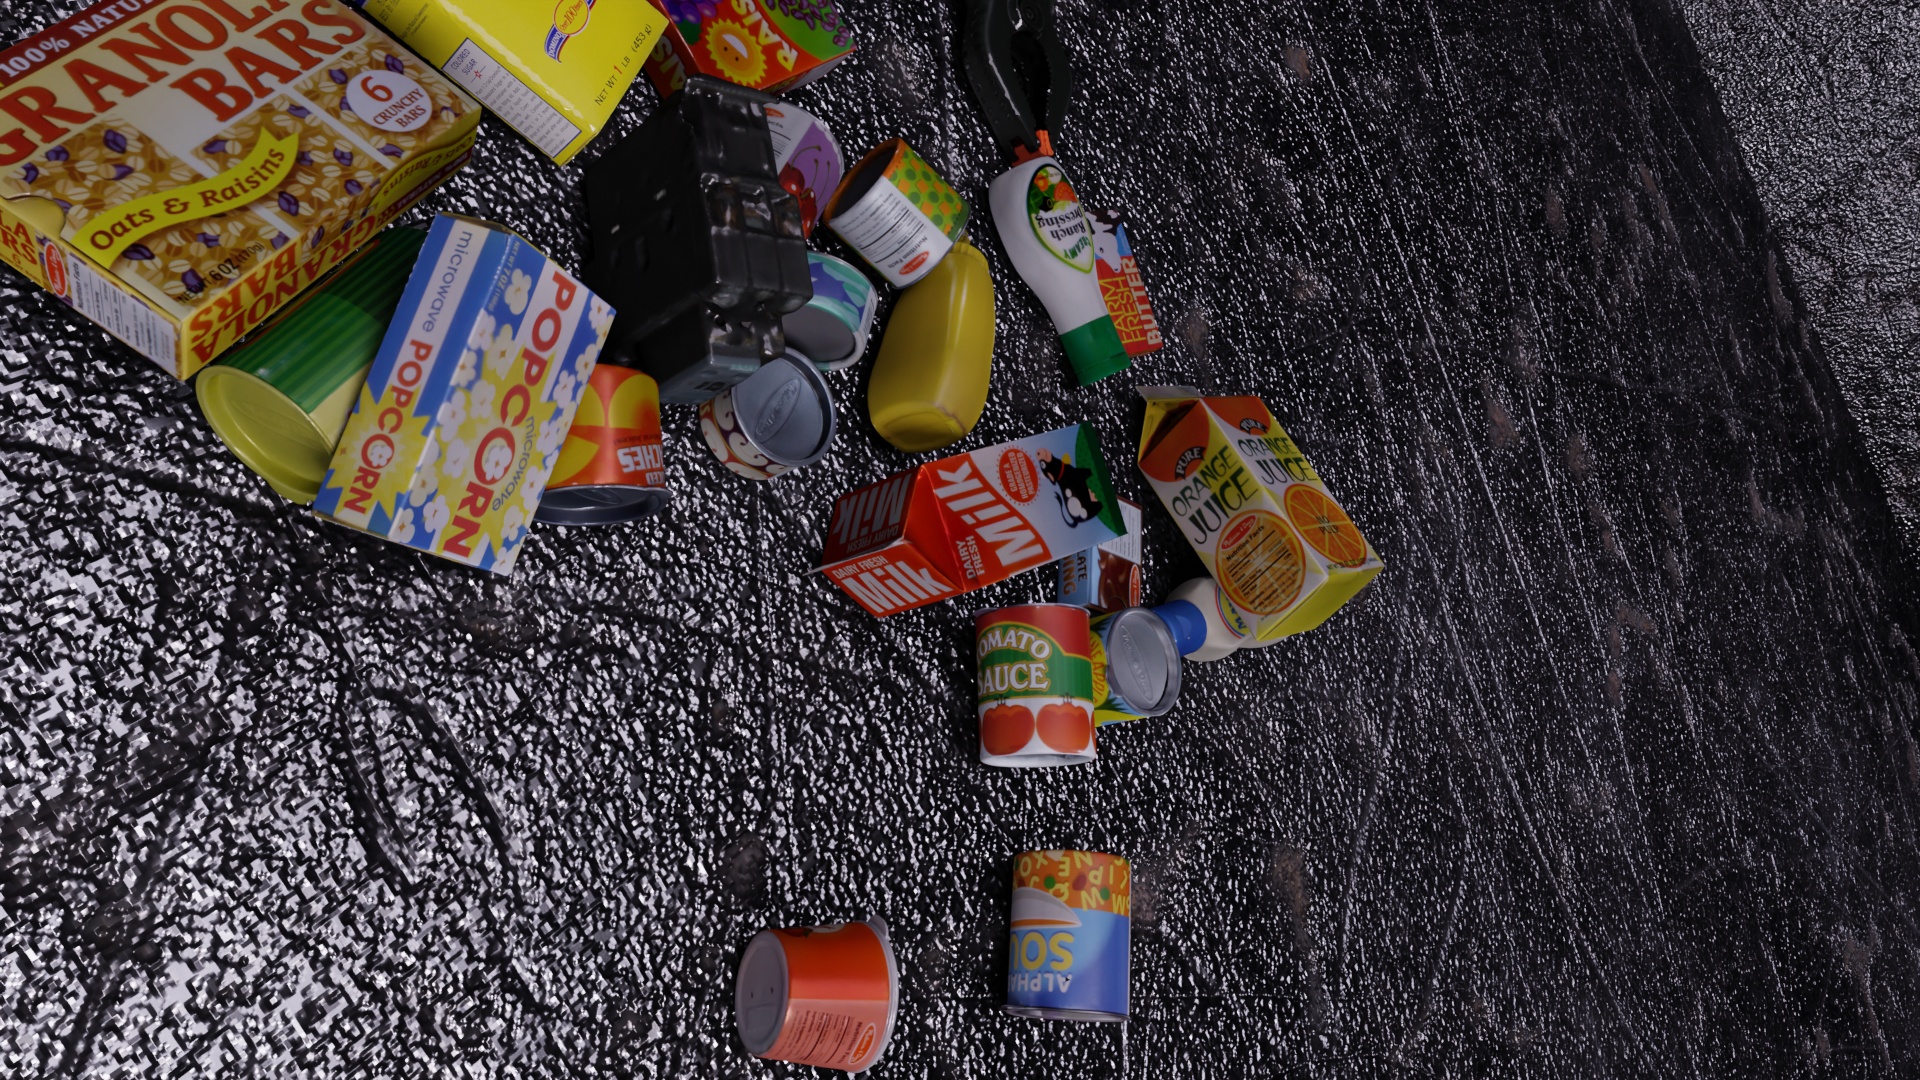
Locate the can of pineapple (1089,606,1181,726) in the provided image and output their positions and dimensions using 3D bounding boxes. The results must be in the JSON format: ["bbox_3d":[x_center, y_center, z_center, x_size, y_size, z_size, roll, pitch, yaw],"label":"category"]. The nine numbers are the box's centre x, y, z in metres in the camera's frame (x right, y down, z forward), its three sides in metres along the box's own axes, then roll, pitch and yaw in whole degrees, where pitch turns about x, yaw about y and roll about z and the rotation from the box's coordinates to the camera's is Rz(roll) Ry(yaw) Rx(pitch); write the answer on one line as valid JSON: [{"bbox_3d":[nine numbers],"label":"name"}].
[{"bbox_3d":[0.089,0.077,0.837,0.071,0.057,0.071,17,65,-39],"label":"can of pineapple"}]

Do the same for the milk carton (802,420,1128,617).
[{"bbox_3d":[0.003,-0.010,0.774,0.191,0.072,0.073,-18,89,-45],"label":"milk carton"}]

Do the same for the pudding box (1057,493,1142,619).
[{"bbox_3d":[0.089,0.011,0.879,0.049,0.030,0.084,22,62,-39],"label":"pudding box"}]

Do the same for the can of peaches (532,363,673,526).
[{"bbox_3d":[-0.165,-0.043,0.626,0.071,0.071,0.058,5,72,-43],"label":"can of peaches"}]

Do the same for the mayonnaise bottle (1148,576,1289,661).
[{"bbox_3d":[0.172,0.051,0.937,0.148,0.041,0.065,-13,80,-46],"label":"mayonnaise bottle"}]

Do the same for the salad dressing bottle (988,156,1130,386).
[{"bbox_3d":[0.068,-0.175,0.913,0.064,0.044,0.147,-27,96,-41],"label":"salad dressing bottle"}]

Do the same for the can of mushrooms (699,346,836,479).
[{"bbox_3d":[-0.102,-0.068,0.722,0.071,0.033,0.071,16,66,-40],"label":"can of mushrooms"}]

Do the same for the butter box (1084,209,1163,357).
[{"bbox_3d":[0.101,-0.176,0.960,0.053,0.024,0.103,-17,88,-45],"label":"butter box"}]

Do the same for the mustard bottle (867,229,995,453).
[{"bbox_3d":[-0.009,-0.126,0.810,0.048,0.065,0.161,45,45,-40],"label":"mustard bottle"}]

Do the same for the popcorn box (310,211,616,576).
[{"bbox_3d":[-0.194,-0.055,0.554,0.085,0.038,0.127,43,66,-73],"label":"popcorn box"}]

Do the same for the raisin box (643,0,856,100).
[{"bbox_3d":[-0.126,-0.287,0.770,0.124,0.040,0.086,-44,108,-44],"label":"raisin box"}]

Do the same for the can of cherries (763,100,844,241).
[{"bbox_3d":[-0.102,-0.188,0.741,0.071,0.071,0.059,40,52,-27],"label":"can of cherries"}]

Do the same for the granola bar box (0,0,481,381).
[{"bbox_3d":[-0.290,-0.155,0.538,0.124,0.039,0.166,35,51,-4],"label":"granola bar box"}]

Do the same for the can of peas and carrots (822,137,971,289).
[{"bbox_3d":[-0.037,-0.191,0.804,0.058,0.070,0.071,39,52,-27],"label":"can of peas and carrots"}]

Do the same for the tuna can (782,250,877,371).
[{"bbox_3d":[-0.082,-0.122,0.737,0.071,0.071,0.033,31,57,-33],"label":"tuna can"}]

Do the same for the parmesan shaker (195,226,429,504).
[{"bbox_3d":[-0.245,-0.072,0.566,0.071,0.071,0.103,49,47,-21],"label":"parmesan shaker"}]

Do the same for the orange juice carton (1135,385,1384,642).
[{"bbox_3d":[0.189,-0.033,0.936,0.072,0.072,0.193,-6,56,-44],"label":"orange juice carton"}]

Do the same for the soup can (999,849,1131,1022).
[{"bbox_3d":[0.057,0.215,0.754,0.071,0.071,0.084,22,61,-37],"label":"soup can"}]

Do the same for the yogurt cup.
[{"bbox_3d":[-0.068,0.208,0.638,0.054,0.072,0.072,14,67,-32],"label":"yogurt cup"}]

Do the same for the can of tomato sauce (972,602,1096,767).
[{"bbox_3d":[0.041,0.082,0.783,0.071,0.071,0.083,13,68,-41],"label":"can of tomato sauce"}]
